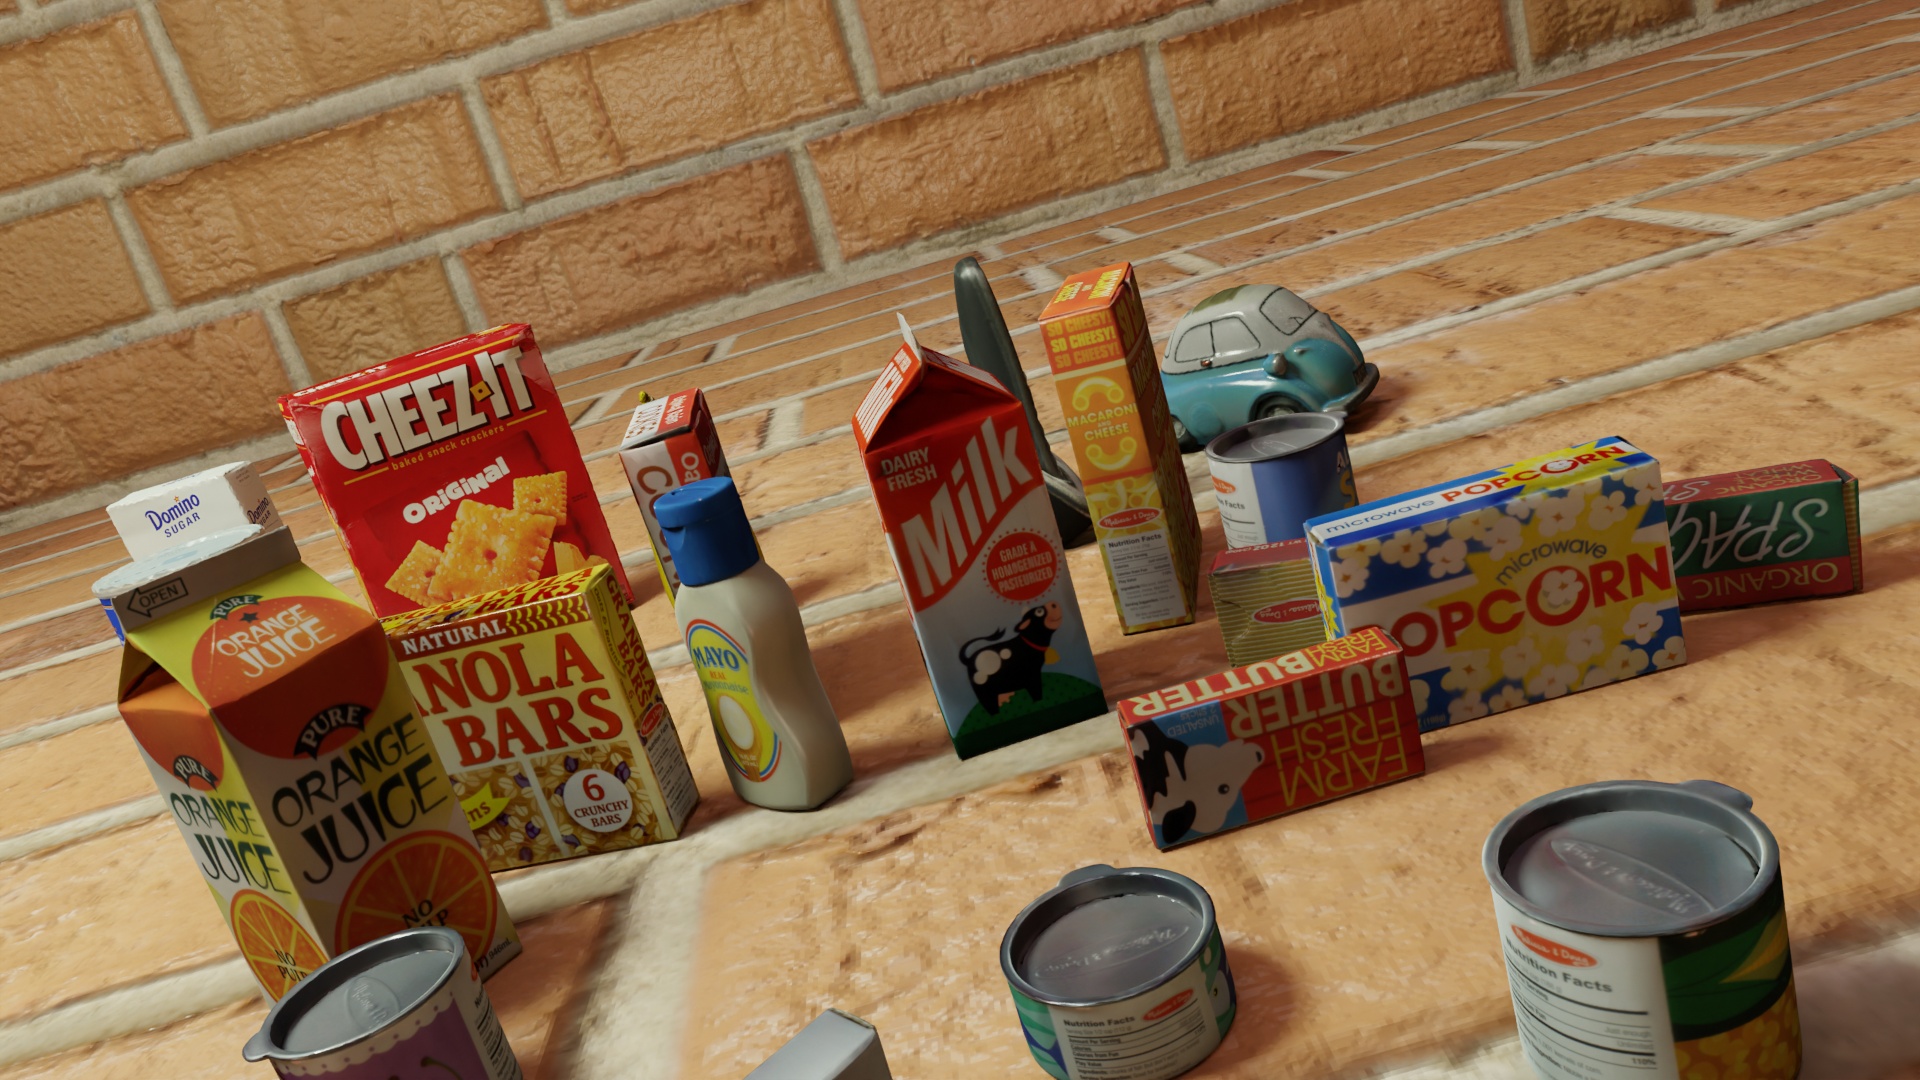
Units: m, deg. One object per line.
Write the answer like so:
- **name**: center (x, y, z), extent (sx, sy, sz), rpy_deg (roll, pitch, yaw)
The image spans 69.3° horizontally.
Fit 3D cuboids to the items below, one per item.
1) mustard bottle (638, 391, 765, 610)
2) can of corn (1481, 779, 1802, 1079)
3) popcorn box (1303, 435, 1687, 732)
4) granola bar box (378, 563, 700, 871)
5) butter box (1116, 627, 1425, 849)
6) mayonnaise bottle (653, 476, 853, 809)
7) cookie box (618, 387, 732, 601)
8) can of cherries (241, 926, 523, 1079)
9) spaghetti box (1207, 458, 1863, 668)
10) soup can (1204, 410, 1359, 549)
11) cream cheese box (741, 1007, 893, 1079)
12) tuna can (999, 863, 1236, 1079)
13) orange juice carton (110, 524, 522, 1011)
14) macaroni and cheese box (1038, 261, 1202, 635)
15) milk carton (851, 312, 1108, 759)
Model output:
- **mustard bottle**: center (-0.169, -0.020, 0.871), extent (0.065, 0.159, 0.049), rpy_deg (-19, 17, -7)
- **can of corn**: center (0.173, 0.101, 0.349), extent (0.071, 0.058, 0.071), rpy_deg (-15, 17, 5)
- **popcorn box**: center (0.203, 0.019, 0.532), extent (0.127, 0.085, 0.038), rpy_deg (-15, 17, 3)
- **granola bar box**: center (-0.218, 0.088, 0.639), extent (0.165, 0.124, 0.039), rpy_deg (-13, 17, 13)
- **butter box**: center (0.113, 0.072, 0.506), extent (0.103, 0.053, 0.024), rpy_deg (-17, 17, 0)
- **mayonnaise bottle**: center (-0.095, 0.046, 0.616), extent (0.064, 0.147, 0.041), rpy_deg (-1, 23, 42)
- **cookie box**: center (-0.126, 0.012, 0.720), extent (0.040, 0.167, 0.123), rpy_deg (-18, 17, -4)
- **can of cherries**: center (-0.189, 0.173, 0.460), extent (0.071, 0.058, 0.072), rpy_deg (-15, 17, 5)
- **spaghetti box**: center (0.233, 0.013, 0.585), extent (0.250, 0.050, 0.029), rpy_deg (-10, 18, 21)
- **soup can**: center (0.163, -0.013, 0.674), extent (0.071, 0.083, 0.071), rpy_deg (-15, 17, 5)
- **cream cheese box**: center (-0.056, 0.172, 0.348), extent (0.024, 0.053, 0.104), rpy_deg (2, 25, 47)
- **tuna can**: center (0.047, 0.130, 0.420), extent (0.071, 0.032, 0.071), rpy_deg (-15, 17, 5)
- **orange juice carton**: center (-0.250, 0.094, 0.533), extent (0.073, 0.192, 0.072), rpy_deg (-4, 21, 36)
- **macaroni and cheese box**: center (0.088, -0.053, 0.726), extent (0.040, 0.166, 0.124), rpy_deg (-12, 17, 16)
- **milk carton**: center (0.002, -0.008, 0.624), extent (0.073, 0.190, 0.072), rpy_deg (-18, 17, -4)
